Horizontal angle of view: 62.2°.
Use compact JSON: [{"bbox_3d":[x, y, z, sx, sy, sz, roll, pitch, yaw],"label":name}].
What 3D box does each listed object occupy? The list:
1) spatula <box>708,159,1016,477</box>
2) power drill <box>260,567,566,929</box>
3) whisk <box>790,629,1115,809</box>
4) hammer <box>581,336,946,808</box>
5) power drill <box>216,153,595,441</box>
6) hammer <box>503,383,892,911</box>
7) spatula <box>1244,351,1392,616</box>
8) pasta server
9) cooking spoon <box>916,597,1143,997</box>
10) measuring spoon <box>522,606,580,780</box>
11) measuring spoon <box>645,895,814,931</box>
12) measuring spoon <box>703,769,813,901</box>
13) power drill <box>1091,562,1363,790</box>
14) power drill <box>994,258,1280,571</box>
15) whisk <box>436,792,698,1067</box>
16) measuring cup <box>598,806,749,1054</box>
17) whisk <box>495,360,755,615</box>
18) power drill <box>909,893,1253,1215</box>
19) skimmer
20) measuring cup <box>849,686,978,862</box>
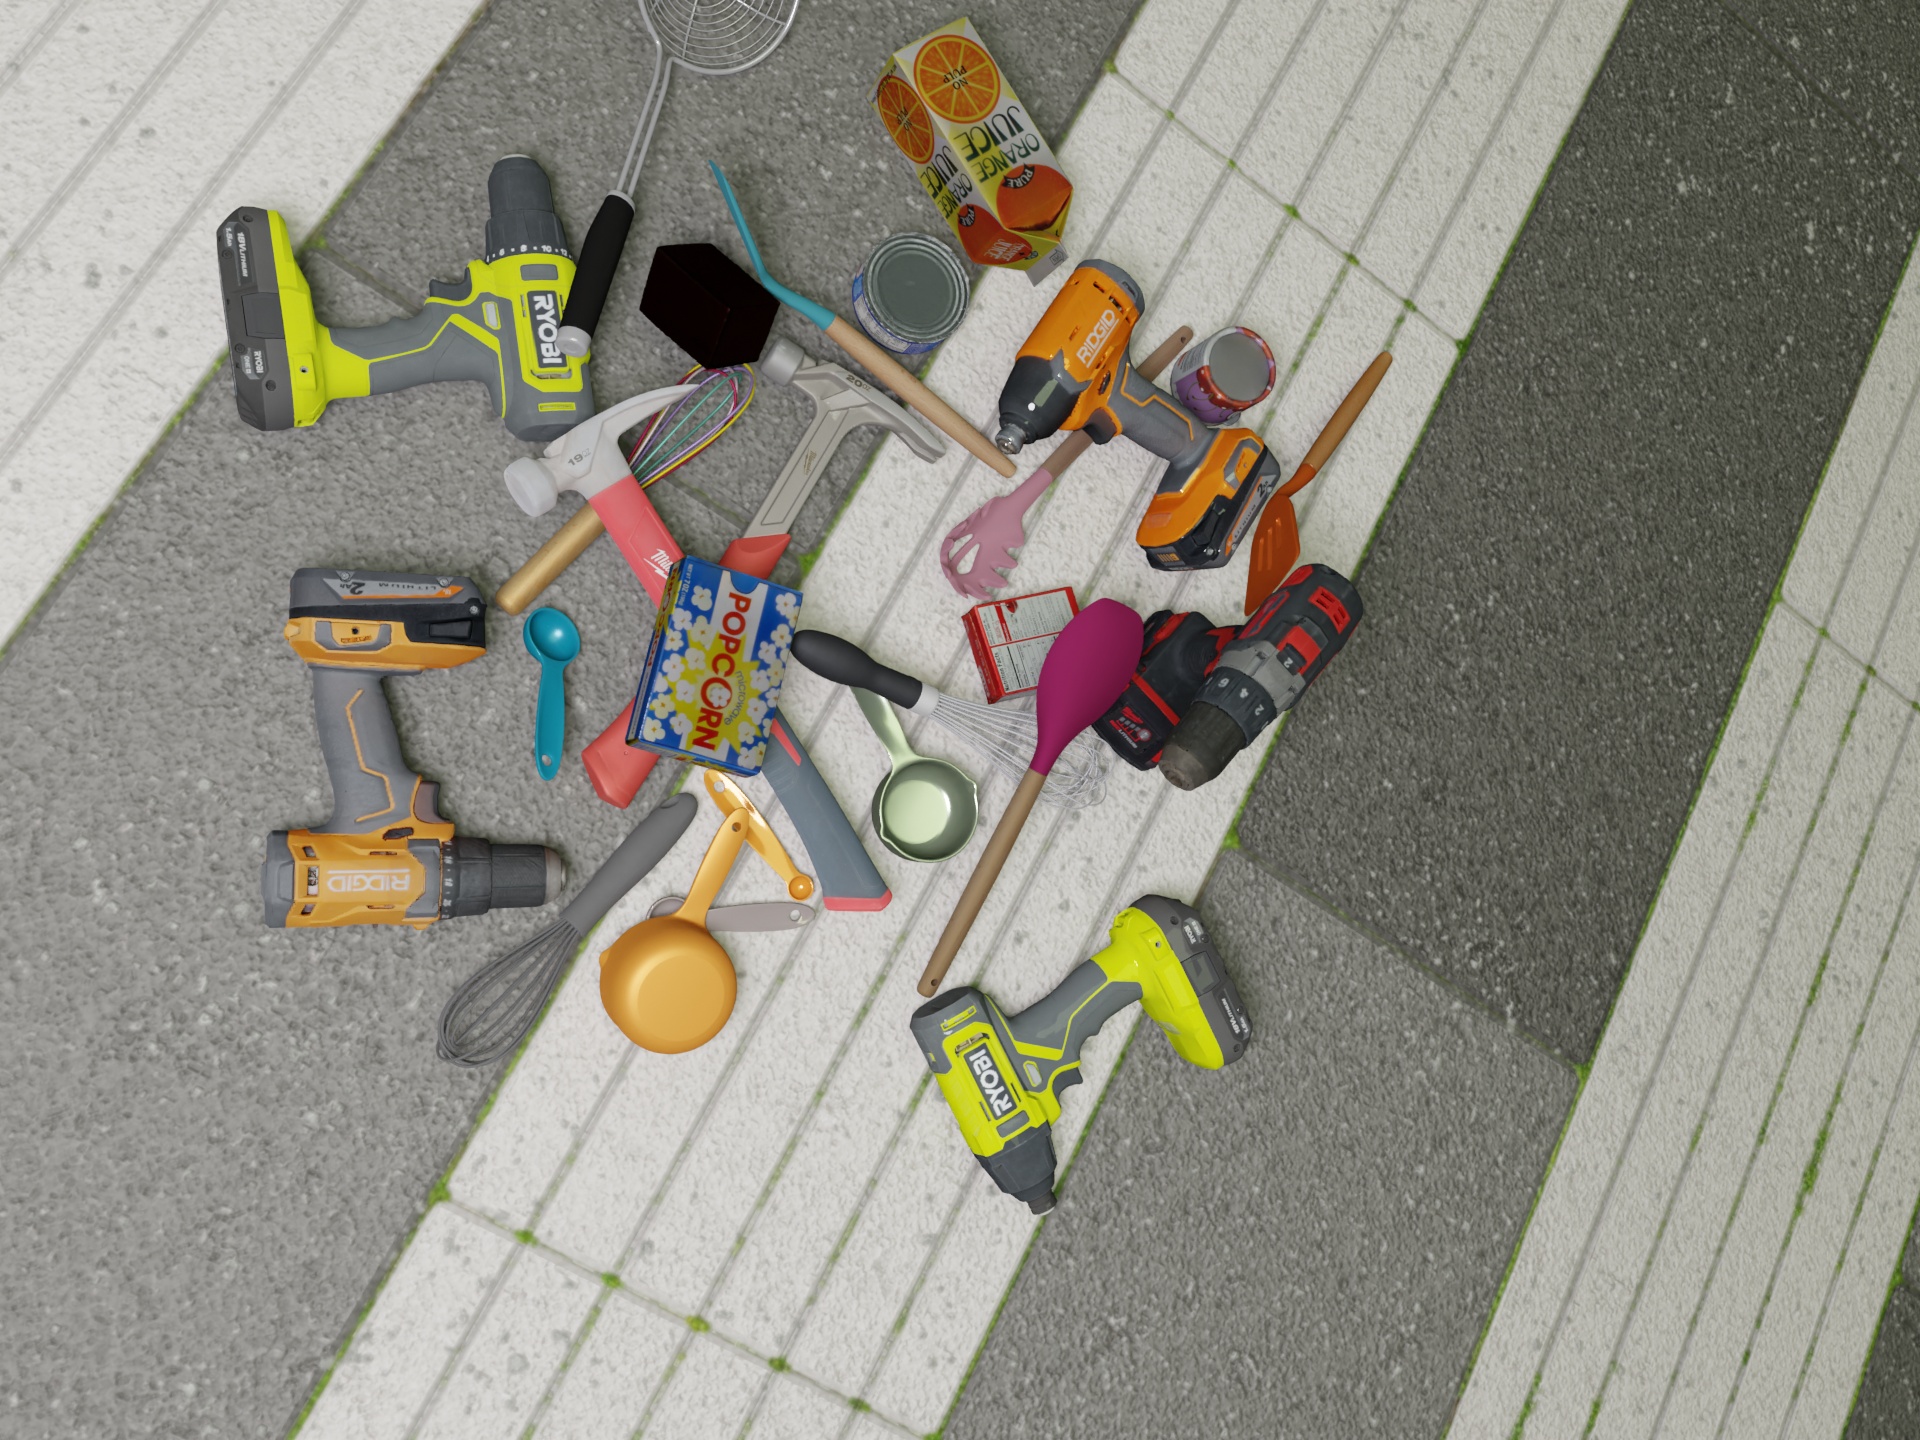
[{"bbox_3d":[-0.069,-0.282,1.159,0.317,0.082,0.044,36,100,-26],"label":"spatula"},{"bbox_3d":[-0.348,0.022,1.027,0.185,0.084,0.226,2,87,-23],"label":"power drill"},{"bbox_3d":[-0.002,-0.004,1.144,0.284,0.070,0.070,25,76,-29],"label":"whisk"},{"bbox_3d":[-0.152,-0.094,1.135,0.149,0.037,0.359,32,74,-15],"label":"hammer"},{"bbox_3d":[-0.364,-0.280,1.055,0.228,0.080,0.190,-8,88,-24],"label":"power drill"},{"bbox_3d":[-0.145,-0.038,1.091,0.143,0.038,0.386,-36,102,-24],"label":"hammer"},{"bbox_3d":[0.292,-0.206,1.269,0.041,0.081,0.323,37,53,2],"label":"spatula"},{"bbox_3d":[0.088,-0.208,1.237,0.316,0.040,0.060,-47,118,-20],"label":"pasta server"},{"bbox_3d":[0.045,0.060,1.141,0.068,0.017,0.319,23,98,-24],"label":"cooking spoon"},{"bbox_3d":[-0.280,-0.016,1.066,0.042,0.021,0.129,22,53,-42],"label":"measuring spoon"},{"bbox_3d":[-0.162,0.138,1.119,0.124,0.018,0.034,1,97,-27],"label":"measuring spoon"},{"bbox_3d":[-0.145,0.082,1.133,0.021,0.011,0.117,-40,95,-20],"label":"measuring spoon"},{"bbox_3d":[0.171,-0.019,1.145,0.080,0.227,0.188,46,71,-10],"label":"power drill"},{"bbox_3d":[0.127,-0.212,1.204,0.226,0.084,0.164,42,70,-26],"label":"power drill"},{"bbox_3d":[-0.258,0.136,1.065,0.055,0.055,0.239,45,68,-11],"label":"whisk"},{"bbox_3d":[-0.177,0.142,1.071,0.095,0.052,0.173,26,88,-25],"label":"measuring cup"},{"bbox_3d":[-0.234,-0.167,1.110,0.047,0.051,0.245,45,77,-13],"label":"whisk"},{"bbox_3d":[0.094,0.242,1.172,0.223,0.080,0.171,-28,94,-17],"label":"power drill"},{"bbox_3d":[-0.199,-0.412,1.096,0.127,0.090,0.363,37,58,-47],"label":"skimmer"},{"bbox_3d":[-0.049,0.026,1.160,0.083,0.038,0.167,-28,92,-21],"label":"measuring cup"}]
